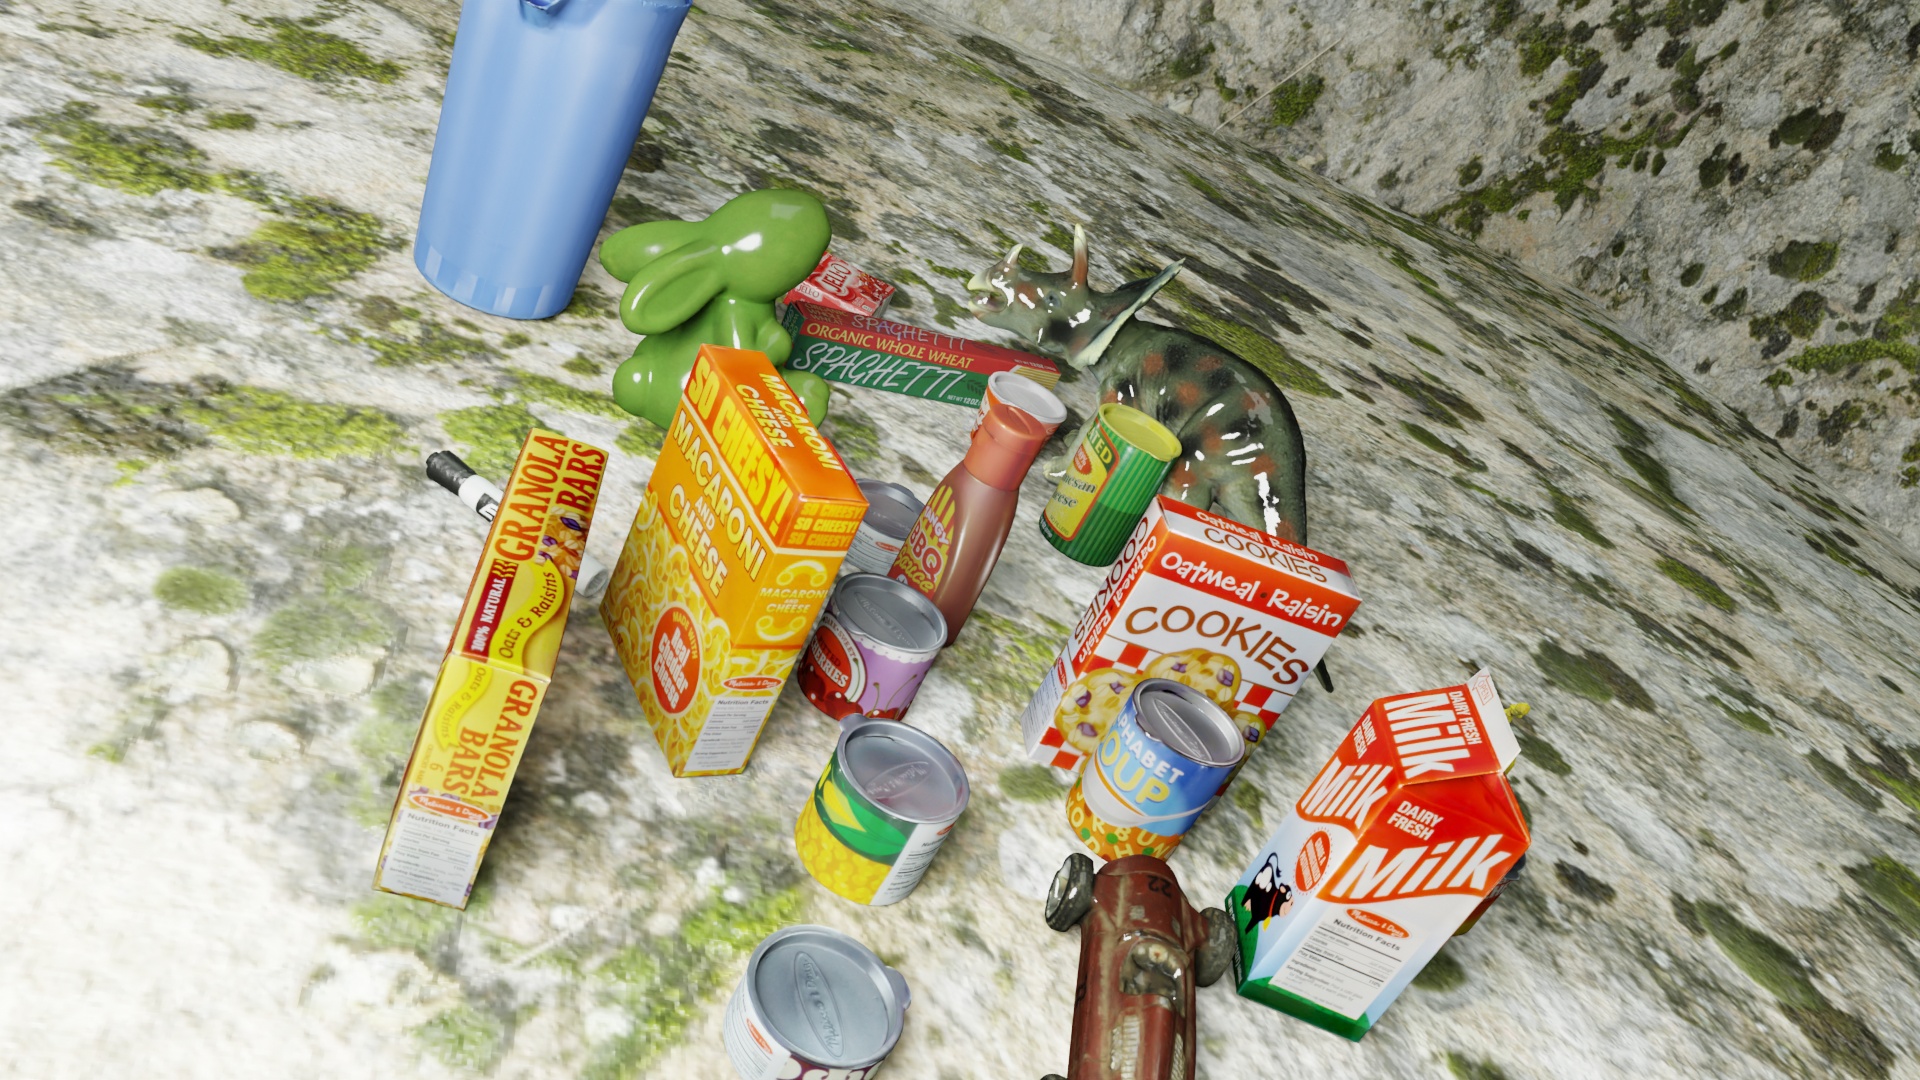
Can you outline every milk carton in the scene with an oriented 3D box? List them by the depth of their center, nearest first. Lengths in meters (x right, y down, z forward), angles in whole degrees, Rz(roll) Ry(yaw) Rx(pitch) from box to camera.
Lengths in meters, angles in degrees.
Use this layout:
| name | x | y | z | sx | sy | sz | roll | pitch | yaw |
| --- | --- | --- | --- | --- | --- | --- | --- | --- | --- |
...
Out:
| name | x | y | z | sx | sy | sz | roll | pitch | yaw |
| --- | --- | --- | --- | --- | --- | --- | --- | --- | --- |
| milk carton | 0.212 | 0.151 | 0.688 | 0.073 | 0.189 | 0.073 | 24 | 27 | -7 |

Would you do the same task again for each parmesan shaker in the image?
| name | x | y | z | sx | sy | sz | roll | pitch | yaw |
| --- | --- | --- | --- | --- | --- | --- | --- | --- | --- |
| parmesan shaker | 0.108 | -0.038 | 1.010 | 0.071 | 0.102 | 0.071 | 22 | 28 | -12 |

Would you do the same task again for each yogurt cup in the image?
| name | x | y | z | sx | sy | sz | roll | pitch | yaw |
| --- | --- | --- | --- | --- | --- | --- | --- | --- | --- |
| yogurt cup | 0.043 | -0.094 | 1.099 | 0.072 | 0.053 | 0.073 | 22 | 28 | -12 |

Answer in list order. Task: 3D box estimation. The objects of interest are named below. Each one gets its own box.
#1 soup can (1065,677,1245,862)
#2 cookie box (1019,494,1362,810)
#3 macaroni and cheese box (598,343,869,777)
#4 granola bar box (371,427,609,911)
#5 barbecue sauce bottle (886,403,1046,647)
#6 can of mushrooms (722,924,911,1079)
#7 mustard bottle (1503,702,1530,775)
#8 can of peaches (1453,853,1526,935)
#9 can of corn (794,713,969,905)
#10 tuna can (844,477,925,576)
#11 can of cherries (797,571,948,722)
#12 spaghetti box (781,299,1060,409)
| name | x | y | z | sx | sy | sz | roll | pitch | yaw |
| --- | --- | --- | --- | --- | --- | --- | --- | --- | --- |
| soup can | 0.101 | 0.126 | 0.745 | 0.071 | 0.083 | 0.072 | 22 | 28 | -12 |
| cookie box | 0.126 | 0.066 | 0.780 | 0.123 | 0.166 | 0.040 | 19 | 28 | -17 |
| macaroni and cheese box | -0.113 | 0.010 | 0.662 | 0.040 | 0.165 | 0.124 | 4 | 36 | -39 |
| granola bar box | -0.191 | 0.046 | 0.574 | 0.039 | 0.123 | 0.166 | 19 | 29 | -17 |
| barbecue sauce bottle | 0.003 | -0.010 | 0.820 | 0.044 | 0.147 | 0.065 | 9 | 33 | -33 |
| can of mushrooms | -0.056 | 0.189 | 0.551 | 0.071 | 0.033 | 0.071 | 22 | 28 | -12 |
| mustard bottle | 0.264 | 0.146 | 0.777 | 0.049 | 0.159 | 0.065 | 22 | 28 | -12 |
| can of peaches | 0.293 | 0.194 | 0.831 | 0.071 | 0.057 | 0.071 | 22 | 28 | -12 |
| can of corn | -0.039 | 0.125 | 0.649 | 0.071 | 0.058 | 0.071 | 22 | 28 | -12 |
| tuna can | -0.051 | -0.009 | 0.894 | 0.071 | 0.032 | 0.071 | 22 | 28 | -12 |
| can of cherries | -0.050 | 0.060 | 0.750 | 0.071 | 0.058 | 0.072 | 22 | 28 | -12 |
| spaghetti box | -0.031 | -0.143 | 1.120 | 0.250 | 0.050 | 0.029 | 7 | 34 | -34 |
